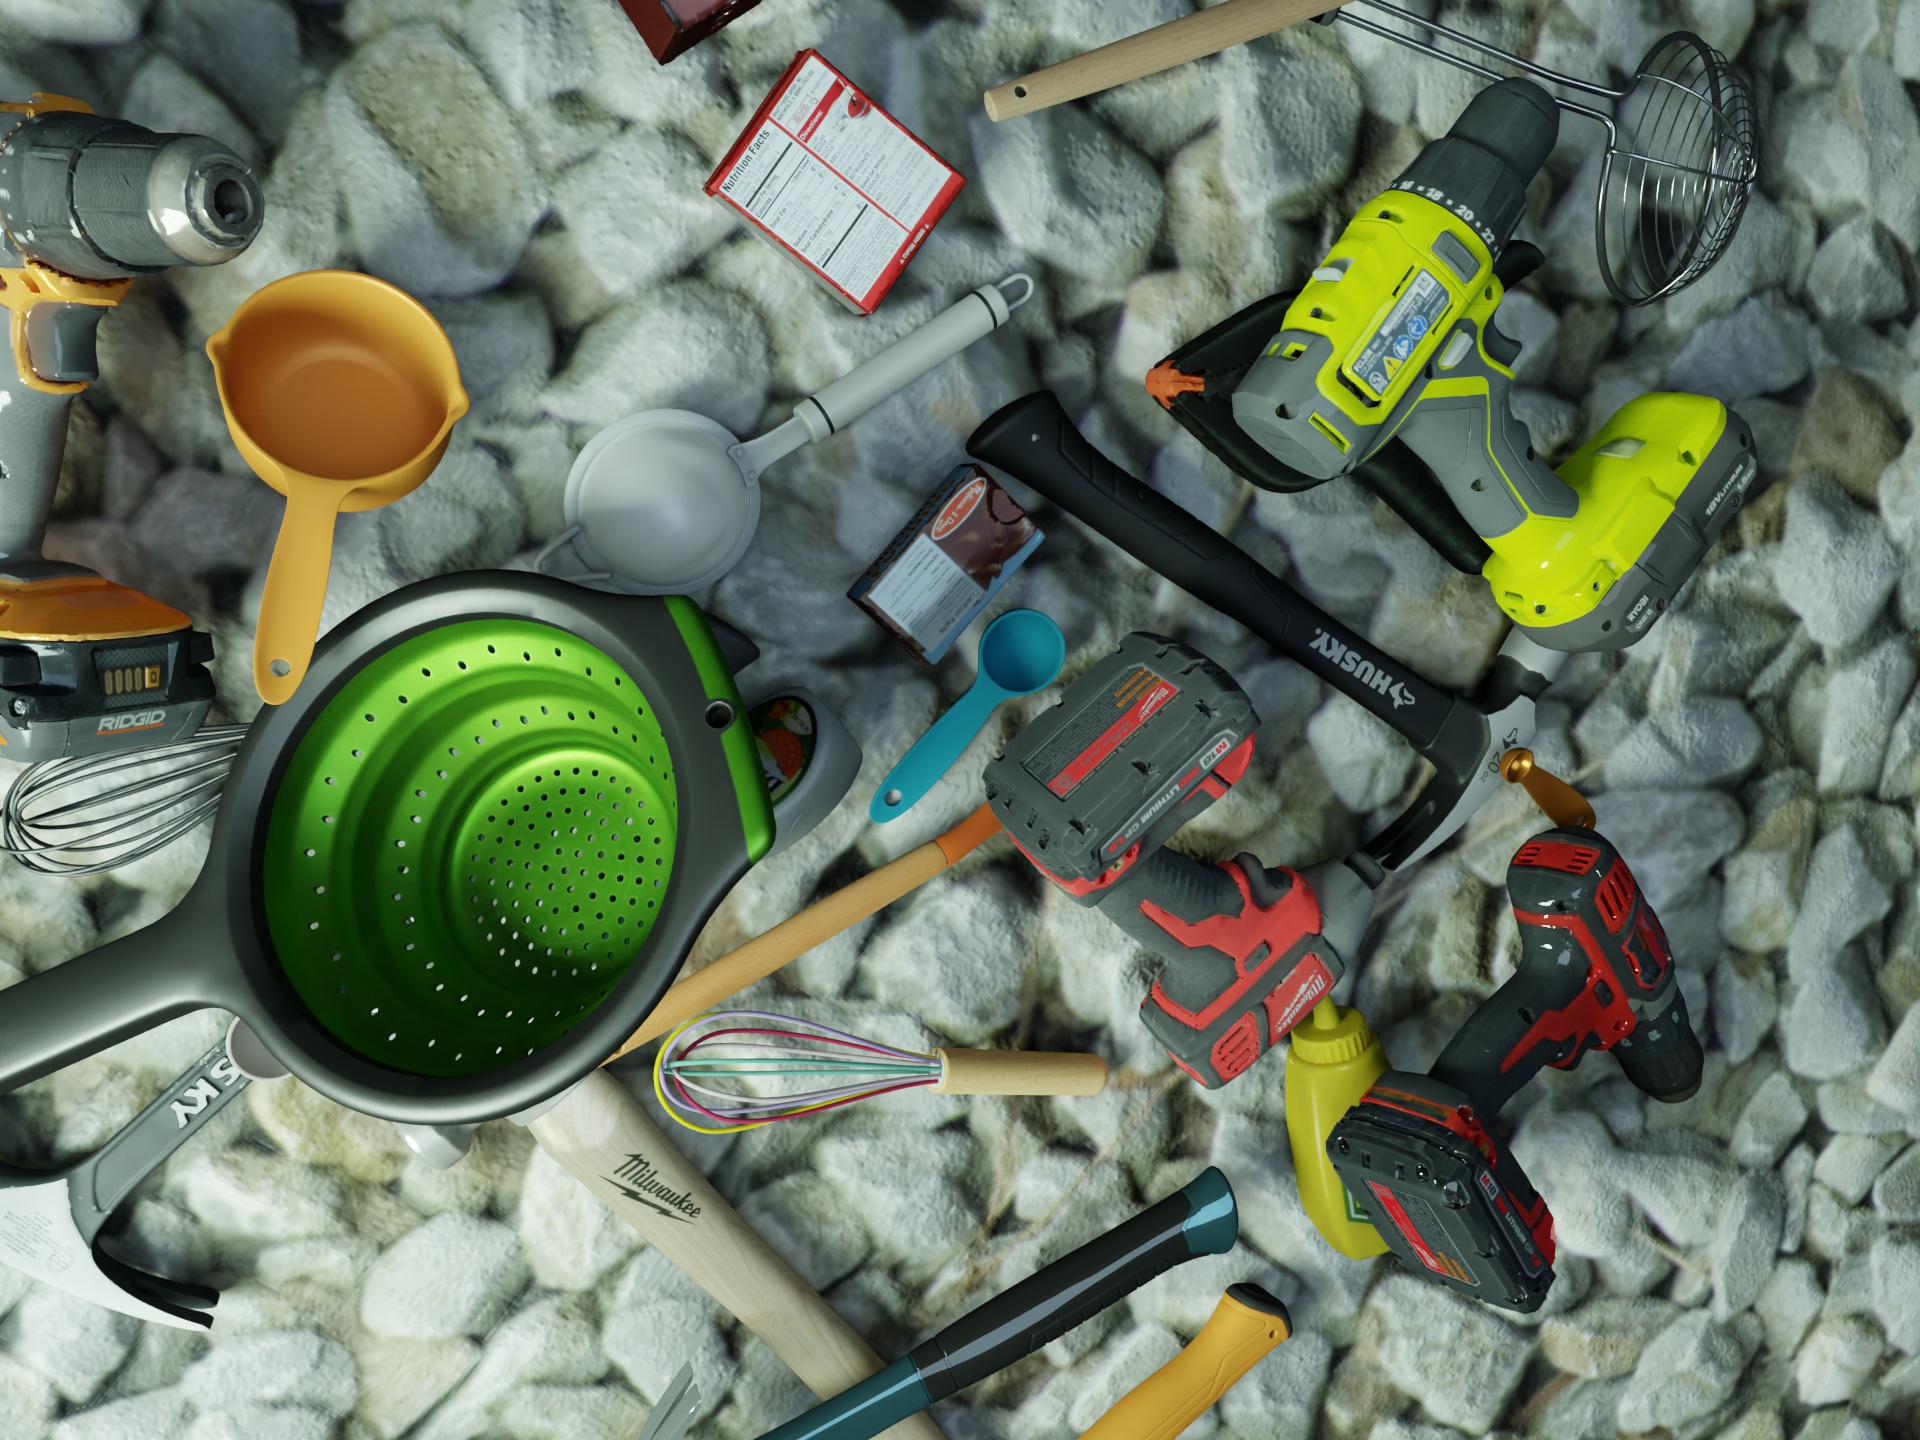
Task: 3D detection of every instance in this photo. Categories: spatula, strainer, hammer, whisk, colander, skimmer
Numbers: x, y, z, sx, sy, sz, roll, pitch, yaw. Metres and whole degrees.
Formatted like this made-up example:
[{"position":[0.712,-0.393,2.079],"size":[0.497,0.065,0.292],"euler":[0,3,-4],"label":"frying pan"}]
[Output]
[{"position":[0.156,-0.317,0.687],"size":[0.316,0.018,0.060],"euler":[-23,91,-8],"label":"spatula"},{"position":[-0.071,-0.128,0.698],"size":[0.258,0.050,0.086],"euler":[-35,124,-10],"label":"strainer"},{"position":[0.144,-0.053,0.778],"size":[0.334,0.035,0.146],"euler":[31,91,-19],"label":"hammer"},{"position":[-0.249,0.095,0.693],"size":[0.409,0.036,0.149],"euler":[-42,110,-5],"label":"hammer"},{"position":[-0.276,0.006,0.662],"size":[0.239,0.055,0.055],"euler":[-21,106,-15],"label":"whisk"},{"position":[-0.031,0.168,0.747],"size":[0.244,0.051,0.047],"euler":[10,55,-33],"label":"whisk"},{"position":[-0.248,0.084,0.627],"size":[0.397,0.094,0.205],"euler":[-23,72,7],"label":"colander"},{"position":[0.221,-0.307,0.752],"size":[0.363,0.090,0.127],"euler":[19,93,-9],"label":"skimmer"},{"position":[0.043,0.410,0.809],"size":[0.337,0.034,0.127],"euler":[-33,113,-20],"label":"hammer"},{"position":[-0.007,0.314,0.775],"size":[0.331,0.033,0.128],"euler":[-26,108,-13],"label":"hammer"},{"position":[-0.081,0.282,0.780],"size":[0.146,0.038,0.410],"euler":[-40,109,-7],"label":"hammer"},{"position":[-0.026,0.076,0.736],"size":[0.322,0.041,0.081],"euler":[-29,119,-19],"label":"spatula"}]

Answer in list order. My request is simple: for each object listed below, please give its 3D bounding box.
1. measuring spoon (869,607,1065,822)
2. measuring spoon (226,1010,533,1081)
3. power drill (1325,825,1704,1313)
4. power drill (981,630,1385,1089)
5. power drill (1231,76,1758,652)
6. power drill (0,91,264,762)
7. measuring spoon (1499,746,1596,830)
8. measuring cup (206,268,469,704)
[{"position":[-0.001,-0.002,0.759],"size":[0.042,0.021,0.128],"euler":[39,98,-20],"label":"measuring spoon"},{"position":[-0.245,0.131,0.679],"size":[0.124,0.018,0.034],"euler":[0,96,-24],"label":"measuring spoon"},{"position":[0.307,0.192,0.832],"size":[0.227,0.080,0.187],"euler":[-47,117,-24],"label":"power drill"},{"position":[0.118,0.069,0.753],"size":[0.143,0.079,0.219],"euler":[-42,127,-6],"label":"power drill"},{"position":[0.257,-0.156,0.732],"size":[0.228,0.080,0.190],"euler":[35,91,-23],"label":"power drill"},{"position":[-0.318,-0.103,0.566],"size":[0.185,0.084,0.226],"euler":[10,103,27],"label":"power drill"},{"position":[0.310,0.039,0.838],"size":[0.116,0.011,0.021],"euler":[30,97,-44],"label":"measuring spoon"},{"position":[-0.249,-0.086,0.620],"size":[0.095,0.052,0.174],"euler":[11,76,-18],"label":"measuring cup"}]
